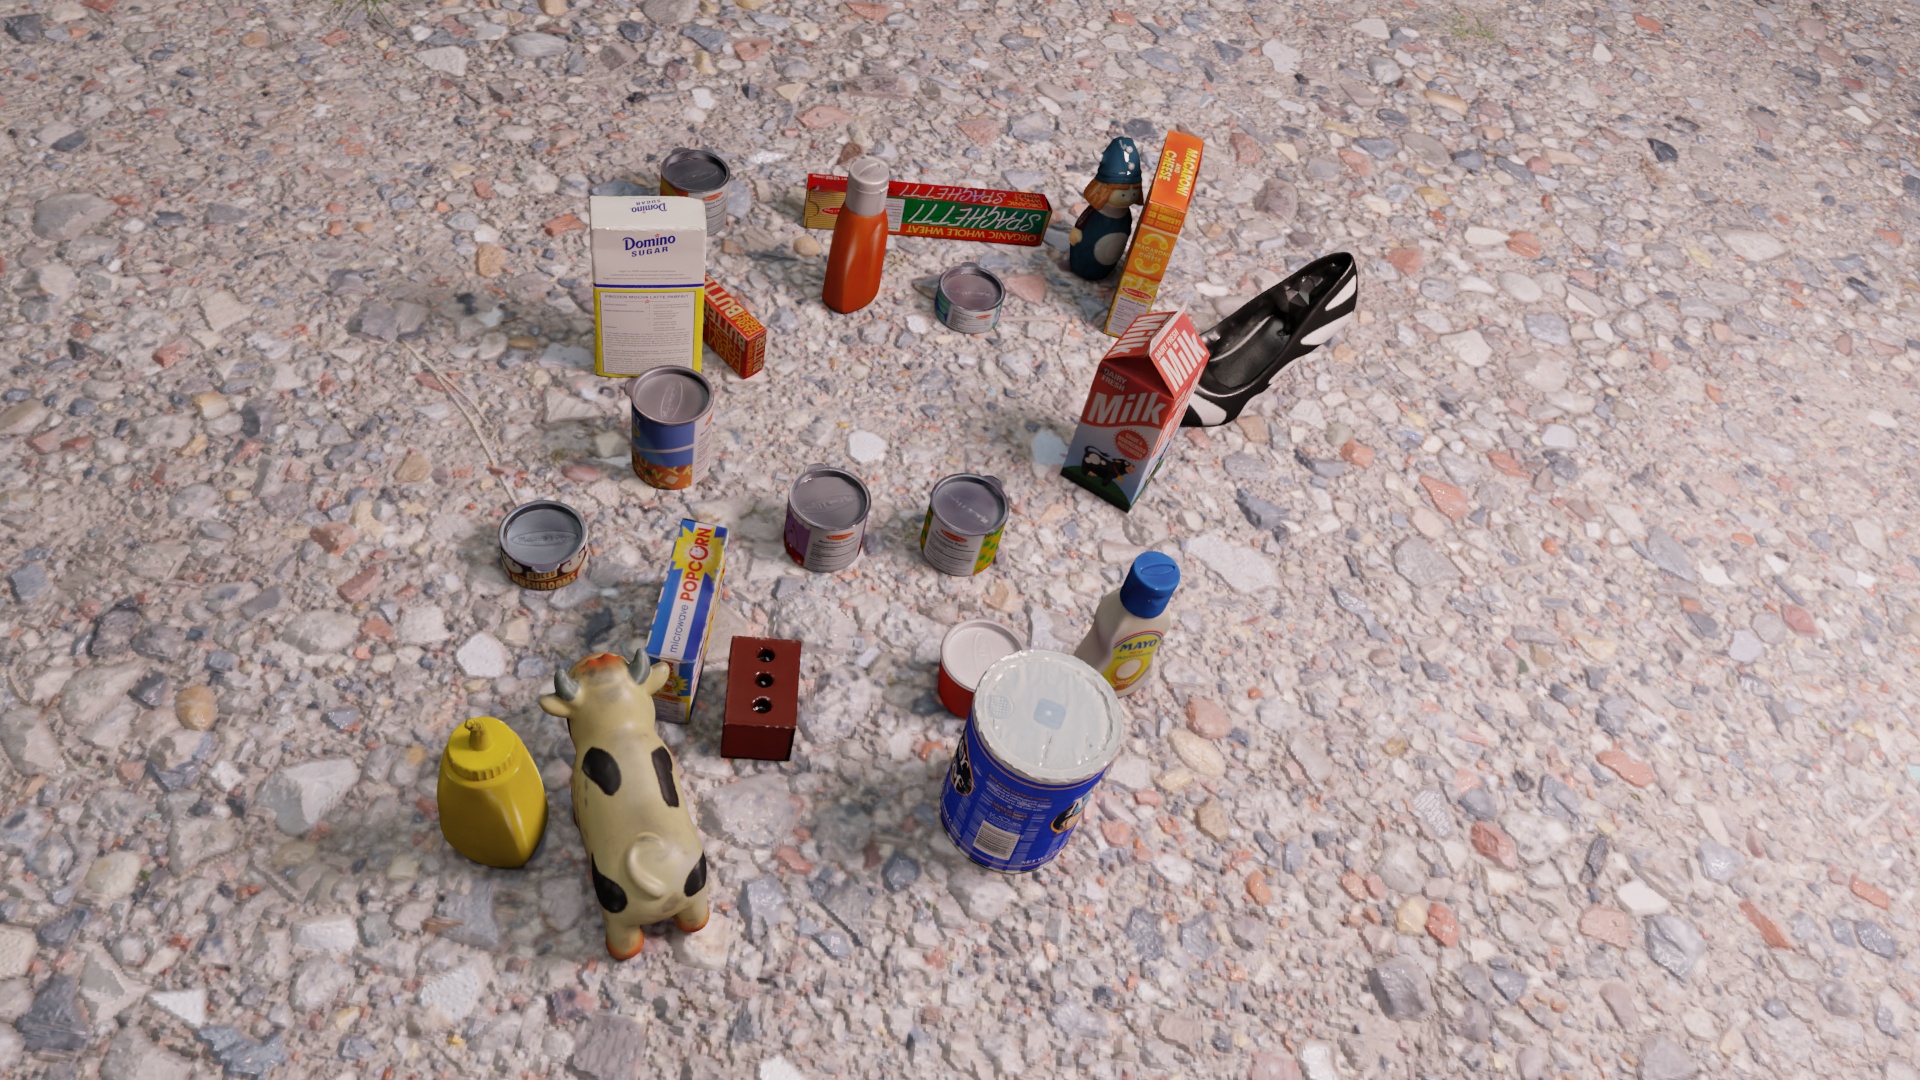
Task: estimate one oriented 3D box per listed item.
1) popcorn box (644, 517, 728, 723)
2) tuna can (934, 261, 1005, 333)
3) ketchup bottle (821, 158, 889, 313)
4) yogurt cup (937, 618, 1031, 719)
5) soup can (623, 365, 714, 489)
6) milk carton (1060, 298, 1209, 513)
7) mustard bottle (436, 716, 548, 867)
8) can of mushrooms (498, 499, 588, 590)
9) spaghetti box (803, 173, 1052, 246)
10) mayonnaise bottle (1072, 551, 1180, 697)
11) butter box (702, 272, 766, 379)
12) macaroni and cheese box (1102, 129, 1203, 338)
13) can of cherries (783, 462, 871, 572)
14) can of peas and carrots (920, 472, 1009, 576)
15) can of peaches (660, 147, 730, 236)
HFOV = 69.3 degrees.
[{"bbox_3d":[-0.204,0.059,1.028,0.038,0.084,0.127,10,50,-5],"label":"popcorn box"},{"bbox_3d":[0.008,-0.236,1.353,0.071,0.032,0.071,7,50,-8],"label":"tuna can"},{"bbox_3d":[-0.093,-0.283,1.291,0.043,0.148,0.065,34,52,14],"label":"ketchup bottle"},{"bbox_3d":[0.014,0.102,1.065,0.072,0.053,0.073,7,50,-8],"label":"yogurt cup"},{"bbox_3d":[-0.240,-0.093,1.144,0.071,0.083,0.072,7,50,-8],"label":"soup can"},{"bbox_3d":[0.152,-0.120,1.189,0.073,0.189,0.073,31,51,12],"label":"milk carton"},{"bbox_3d":[-0.298,0.153,0.880,0.065,0.159,0.049,15,50,-1],"label":"mustard bottle"},{"bbox_3d":[-0.323,0.006,1.077,0.071,0.033,0.071,7,50,-8],"label":"can of mushrooms"},{"bbox_3d":[-0.033,-0.335,1.412,0.250,0.049,0.029,2,51,-12],"label":"spaghetti box"},{"bbox_3d":[0.129,0.067,1.060,0.065,0.147,0.041,-7,54,-19],"label":"mayonnaise bottle"},{"bbox_3d":[-0.216,-0.197,1.254,0.024,0.052,0.104,-33,65,-32],"label":"butter box"},{"bbox_3d":[0.189,-0.295,1.357,0.040,0.165,0.124,18,50,1],"label":"macaroni and cheese box"},{"bbox_3d":[-0.110,-0.019,1.131,0.071,0.058,0.072,7,50,-8],"label":"can of cherries"},{"bbox_3d":[0.004,-0.014,1.154,0.071,0.058,0.071,7,50,-8],"label":"can of peas and carrots"},{"bbox_3d":[-0.261,-0.340,1.357,0.071,0.057,0.071,7,50,-8],"label":"can of peaches"}]
